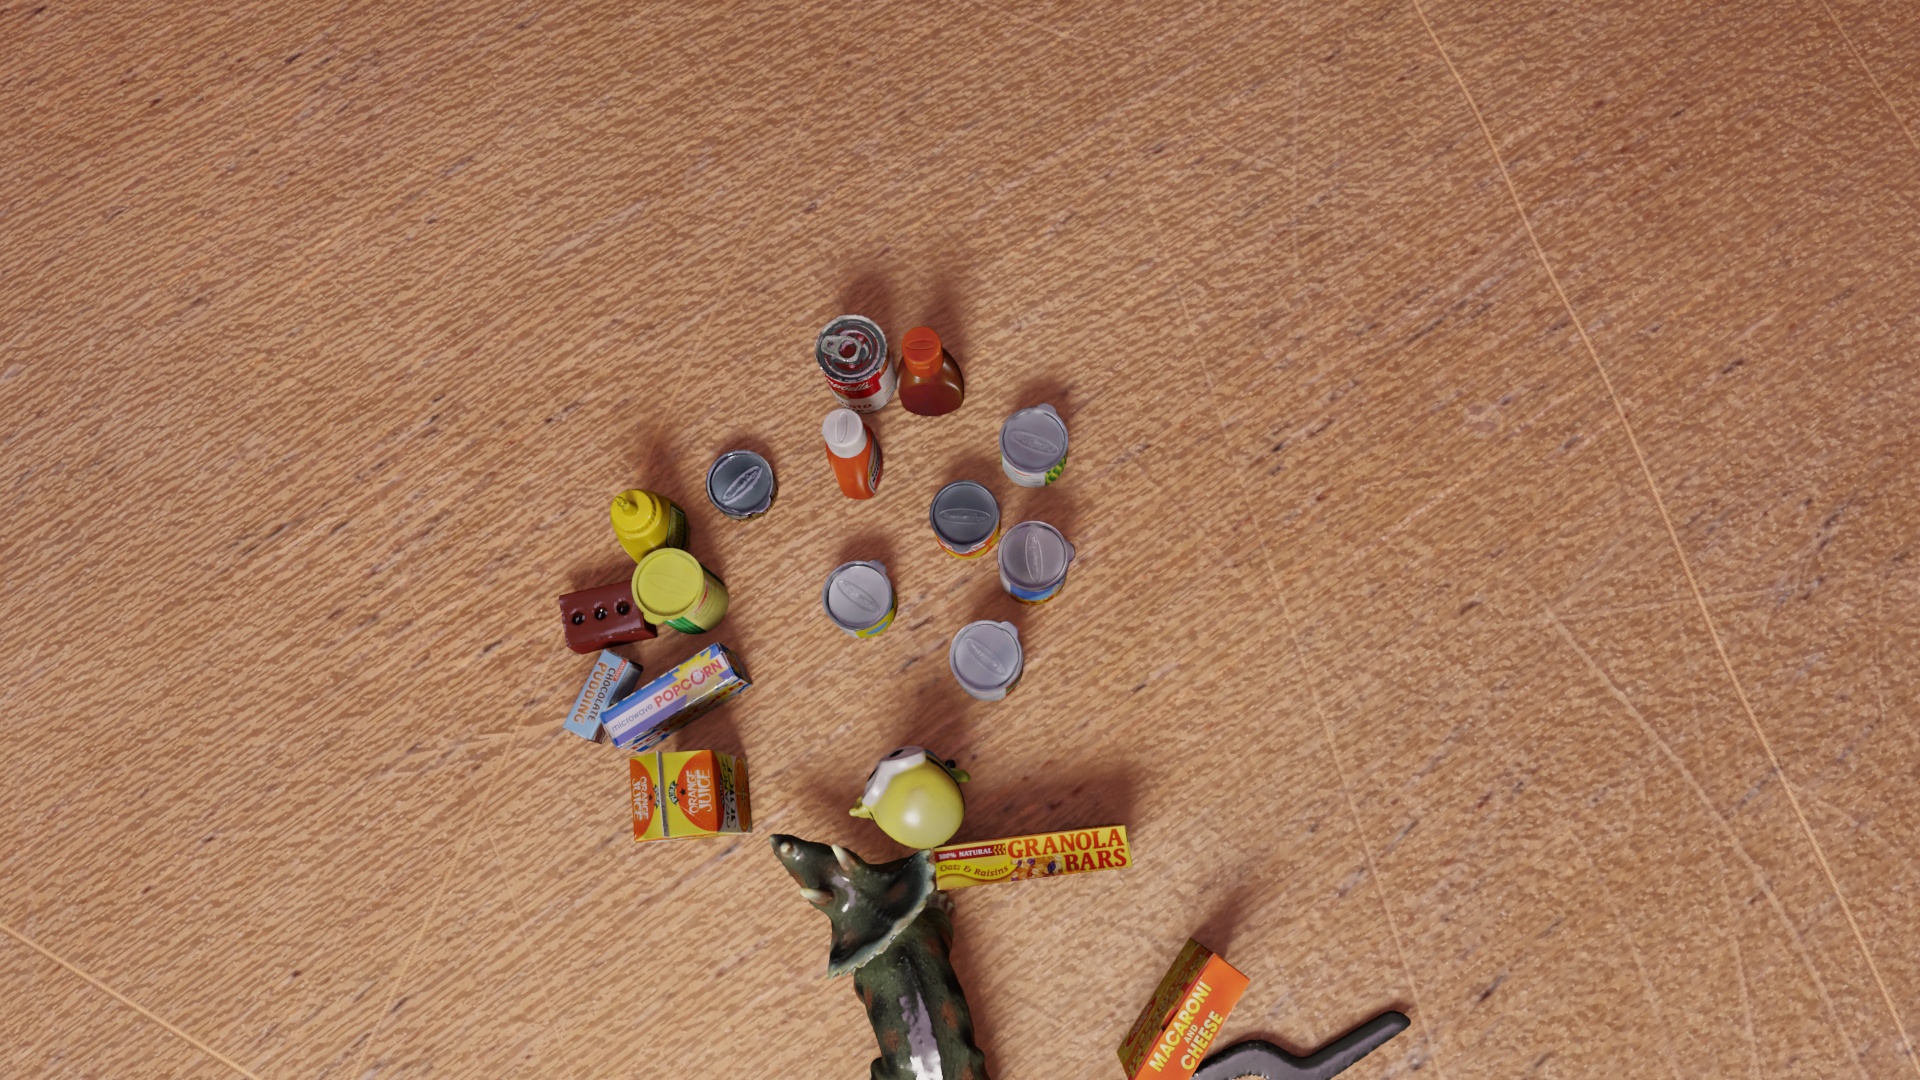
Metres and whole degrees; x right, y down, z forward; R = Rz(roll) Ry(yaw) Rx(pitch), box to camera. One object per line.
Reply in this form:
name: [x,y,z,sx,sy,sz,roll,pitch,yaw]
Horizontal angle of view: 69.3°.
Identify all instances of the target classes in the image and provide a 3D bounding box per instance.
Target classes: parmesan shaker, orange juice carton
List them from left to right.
parmesan shaker: [-0.262,0.052,1.301,0.071,0.103,0.071,-1,78,3]
orange juice carton: [-0.238,0.224,1.215,0.073,0.192,0.072,-7,78,2]

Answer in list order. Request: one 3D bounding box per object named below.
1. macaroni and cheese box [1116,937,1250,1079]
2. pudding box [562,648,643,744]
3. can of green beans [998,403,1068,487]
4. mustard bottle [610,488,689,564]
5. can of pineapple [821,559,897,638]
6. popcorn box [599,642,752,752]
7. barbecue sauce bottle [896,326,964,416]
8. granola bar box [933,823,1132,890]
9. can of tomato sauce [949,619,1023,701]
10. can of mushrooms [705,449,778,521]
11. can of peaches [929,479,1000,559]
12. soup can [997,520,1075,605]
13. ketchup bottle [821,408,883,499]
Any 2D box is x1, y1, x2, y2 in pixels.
macaroni and cheese box: [0.183,0.402,1.167,0.040,0.166,0.124,34,81,9]
pudding box: [-0.336,0.148,1.310,0.030,0.049,0.084,25,80,8]
can of green beans: [0.071,-0.089,1.340,0.071,0.057,0.071,-1,77,3]
mustard bottle: [-0.292,-0.015,1.289,0.049,0.160,0.065,2,78,4]
can of pineapple: [-0.093,0.056,1.315,0.071,0.057,0.071,-1,77,3]
popcorn box: [-0.262,0.147,1.289,0.127,0.085,0.038,-32,78,-4]
barbecue sauce bottle: [-0.031,-0.159,1.314,0.065,0.148,0.044,-3,78,2]
granola bar box: [0.063,0.277,1.223,0.166,0.124,0.039,-7,78,1]
can of tomato sauce: [0.026,0.110,1.284,0.071,0.083,0.071,-1,78,3]
can of mushrooms: [-0.211,-0.051,1.358,0.071,0.033,0.071,-1,77,3]
can of peaches: [0.005,-0.017,1.326,0.071,0.058,0.071,-1,77,3]
soup can: [0.071,0.022,1.301,0.071,0.083,0.071,-1,78,3]
ketchup bottle: [-0.102,-0.085,1.301,0.043,0.148,0.065,5,78,4]
